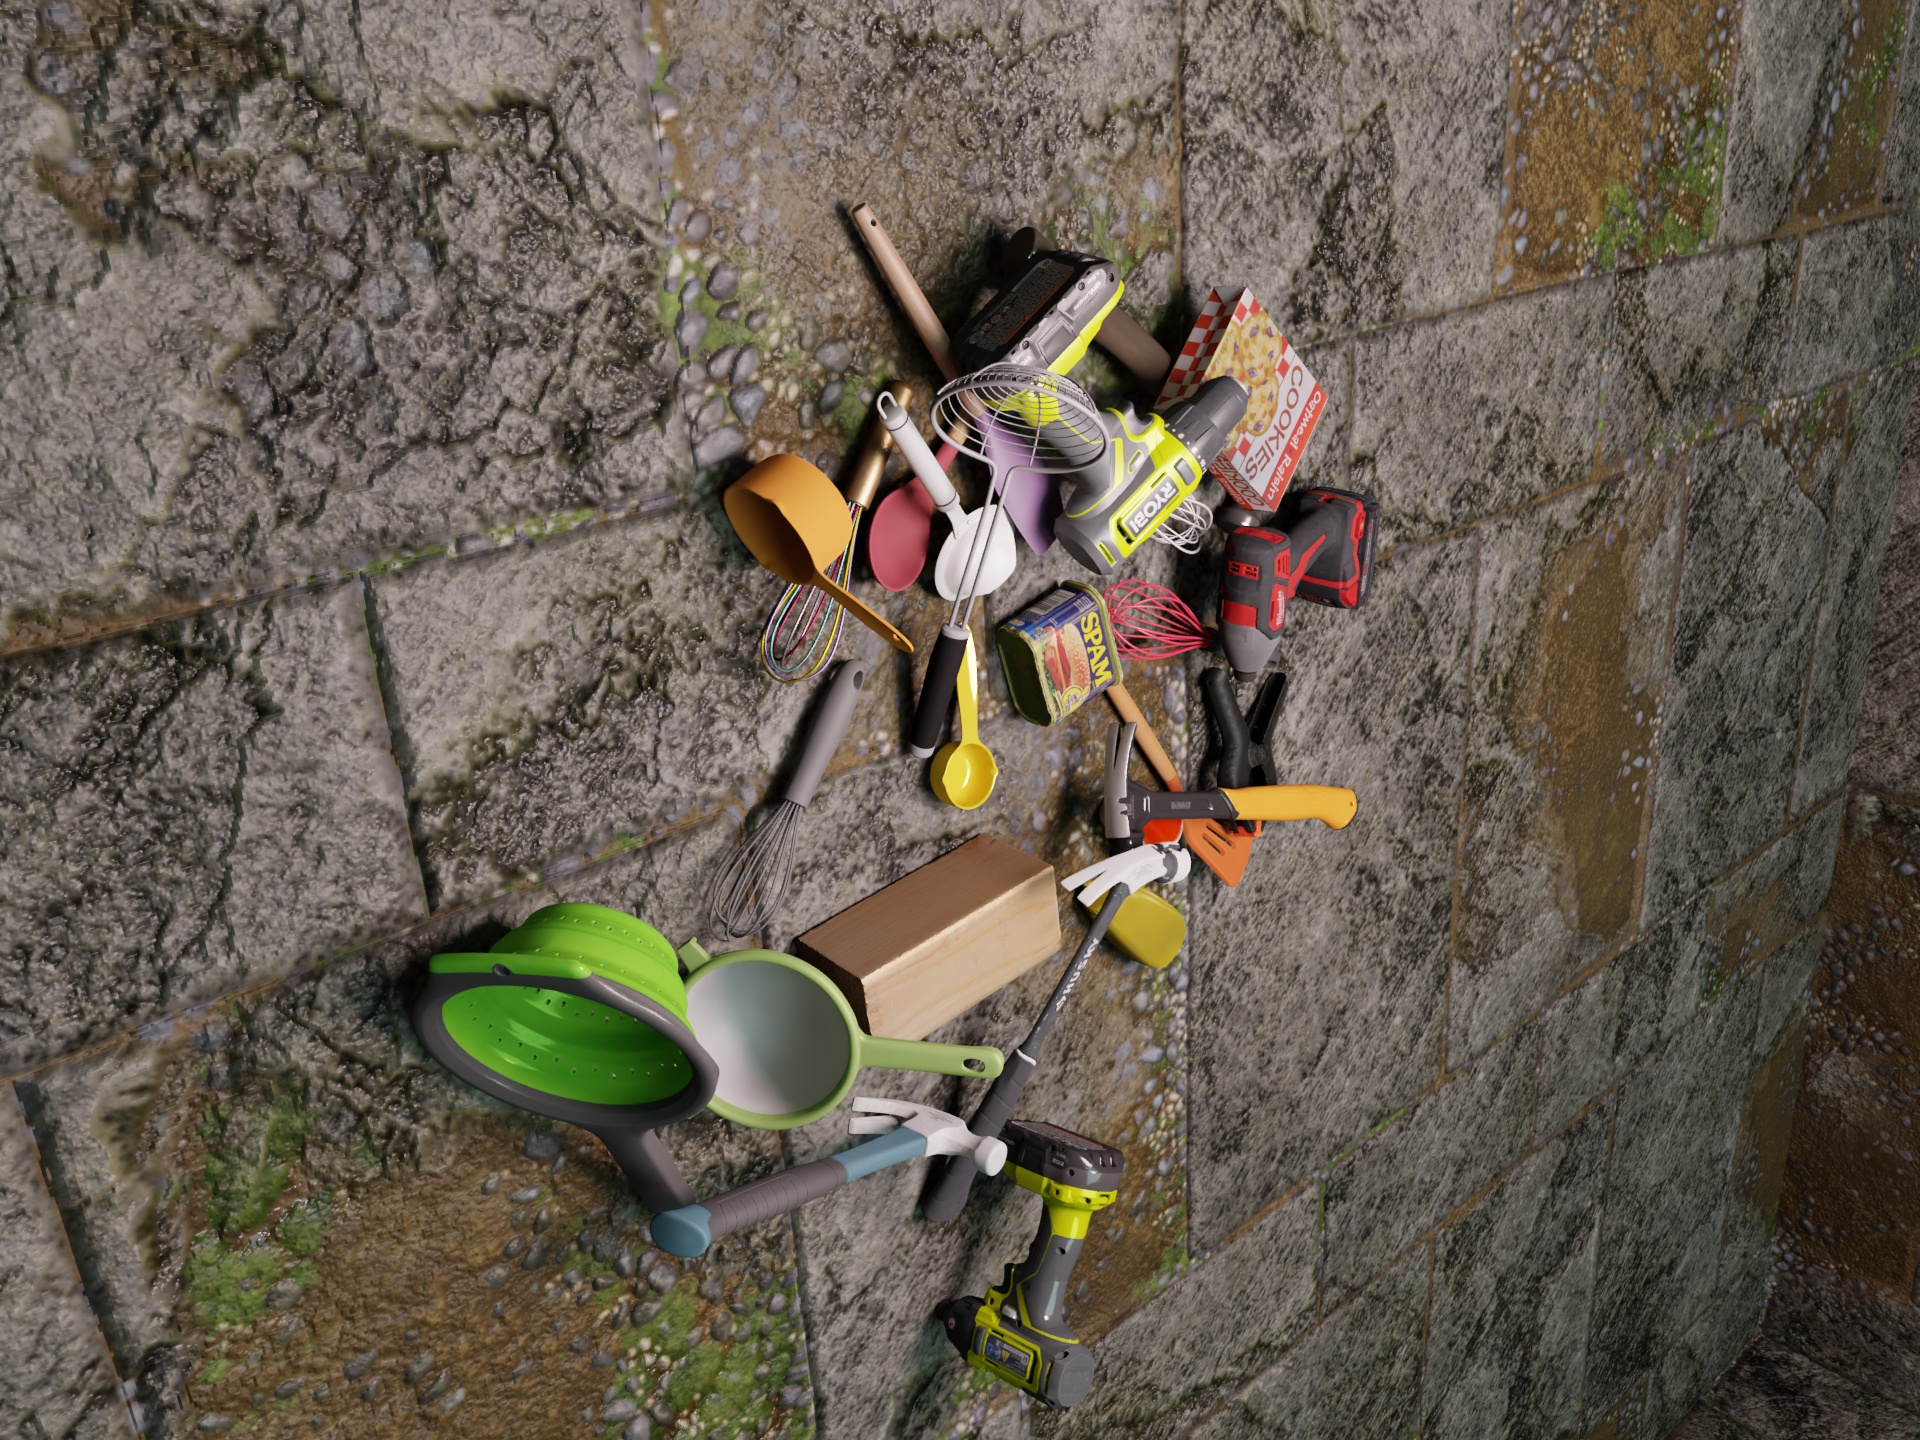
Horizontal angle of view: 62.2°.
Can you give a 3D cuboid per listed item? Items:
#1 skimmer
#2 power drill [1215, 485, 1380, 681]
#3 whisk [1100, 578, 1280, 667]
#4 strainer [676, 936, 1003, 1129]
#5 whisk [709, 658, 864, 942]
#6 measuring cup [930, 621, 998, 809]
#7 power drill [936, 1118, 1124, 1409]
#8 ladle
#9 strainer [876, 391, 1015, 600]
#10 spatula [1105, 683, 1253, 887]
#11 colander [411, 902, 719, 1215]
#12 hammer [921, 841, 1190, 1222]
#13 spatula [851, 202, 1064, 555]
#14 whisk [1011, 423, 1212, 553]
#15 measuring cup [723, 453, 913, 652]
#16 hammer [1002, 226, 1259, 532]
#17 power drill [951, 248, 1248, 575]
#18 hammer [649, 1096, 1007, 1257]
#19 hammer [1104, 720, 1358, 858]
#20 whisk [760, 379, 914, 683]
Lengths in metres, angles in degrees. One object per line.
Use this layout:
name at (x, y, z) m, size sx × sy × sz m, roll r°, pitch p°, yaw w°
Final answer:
skimmer at (0.009, -0.101, 1.178) m, size 0.127 × 0.090 × 0.363 m, roll 13°, pitch 124°, yaw -6°
power drill at (0.309, -0.130, 1.487) m, size 0.219 × 0.079 × 0.143 m, roll -31°, pitch 130°, yaw -47°
whisk at (0.217, -0.079, 1.474) m, size 0.295 × 0.073 × 0.073 m, roll 10°, pitch 98°, yaw -49°
strainer at (-0.093, 0.236, 1.214) m, size 0.069 × 0.256 × 0.151 m, roll -71°, pitch 165°, yaw -71°
whisk at (-0.130, 0.060, 1.216) m, size 0.055 × 0.055 × 0.239 m, roll 33°, pitch 77°, yaw -44°
measuring cup at (-0.002, -0.004, 1.327) m, size 0.062 × 0.029 × 0.156 m, roll -7°, pitch 97°, yaw -41°
power drill at (0.060, 0.489, 1.462) m, size 0.080 × 0.171 × 0.223 m, roll 17°, pitch 84°, yaw -44°
ladle at (0.007, -0.241, 1.246) m, size 0.069 × 0.031 × 0.315 m, roll 41°, pitch 74°, yaw -47°
strainer at (-0.007, -0.162, 1.209) m, size 0.087 × 0.050 × 0.258 m, roll -48°, pitch 142°, yaw -8°
spatula at (0.196, 0.037, 1.504) m, size 0.322 × 0.041 × 0.081 m, roll 54°, pitch 48°, yaw -38°
colander at (-0.243, 0.242, 1.137) m, size 0.396 × 0.204 × 0.095 m, roll 77°, pitch 18°, yaw -48°
hammer at (0.063, 0.280, 1.387) m, size 0.149 × 0.036 × 0.408 m, roll -2°, pitch 124°, yaw -53°
spatula at (0.003, -0.256, 1.211) m, size 0.060 × 0.018 × 0.315 m, roll -54°, pitch 128°, yaw -25°
whisk at (0.131, -0.200, 1.361) m, size 0.246 × 0.058 × 0.059 m, roll 19°, pitch 57°, yaw -40°
measuring cup at (-0.086, -0.118, 1.118) m, size 0.052 × 0.173 × 0.095 m, roll -48°, pitch 174°, yaw -24°
hammer at (0.173, -0.304, 1.354) m, size 0.410 × 0.038 × 0.146 m, roll 28°, pitch 83°, yaw -47°
power drill at (0.116, -0.248, 1.229) m, size 0.190 × 0.080 × 0.228 m, roll -47°, pitch 128°, yaw -5°
hammer at (-0.107, 0.358, 1.249) m, size 0.331 × 0.128 × 0.033 m, roll -3°, pitch 106°, yaw -54°
hammer at (0.263, 0.070, 1.500) m, size 0.336 × 0.034 × 0.127 m, roll 3°, pitch 84°, yaw -40°
whisk at (-0.091, -0.142, 1.184) m, size 0.051 × 0.047 × 0.245 m, roll 28°, pitch 80°, yaw -43°
